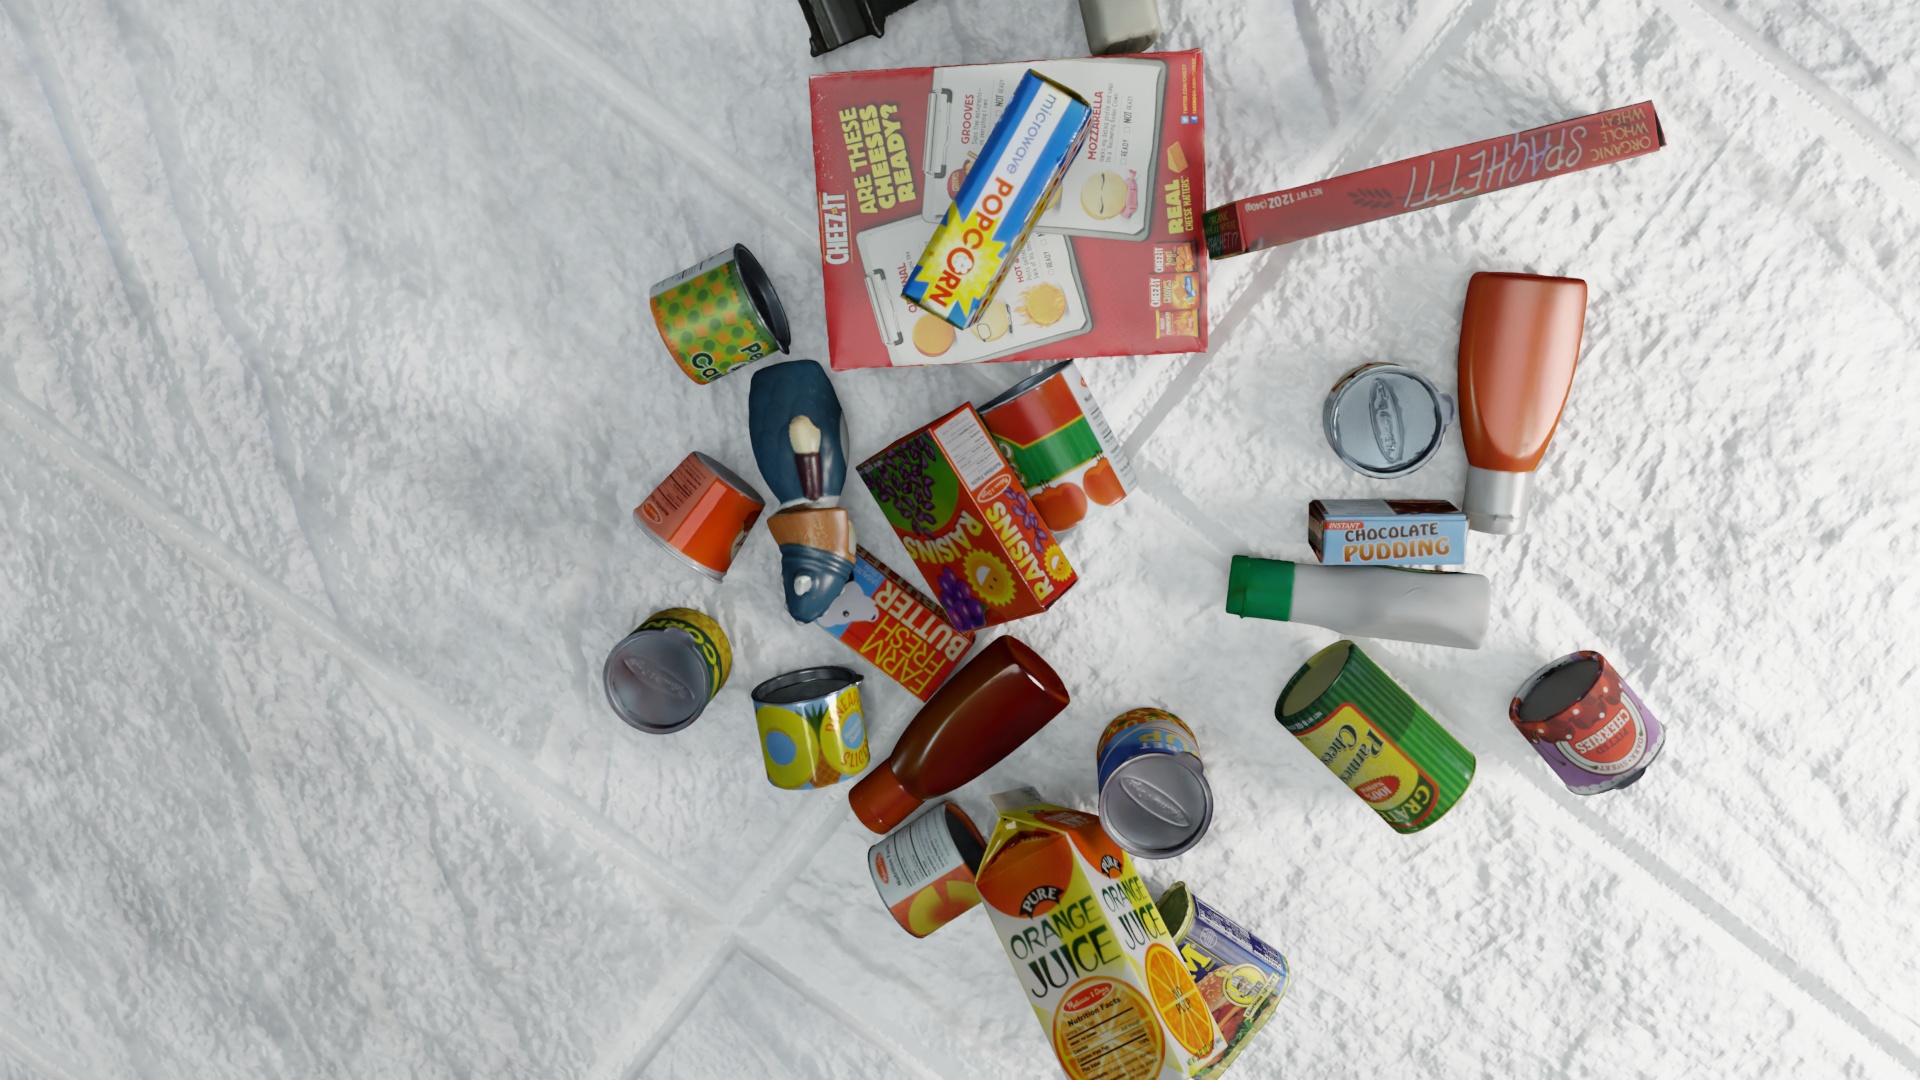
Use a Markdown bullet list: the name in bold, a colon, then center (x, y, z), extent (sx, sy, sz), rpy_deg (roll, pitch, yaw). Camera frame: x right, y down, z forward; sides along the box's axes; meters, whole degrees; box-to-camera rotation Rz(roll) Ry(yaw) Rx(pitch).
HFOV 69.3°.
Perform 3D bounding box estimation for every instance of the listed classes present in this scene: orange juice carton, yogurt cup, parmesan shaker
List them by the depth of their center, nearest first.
- **orange juice carton**: center (0.074, 0.235, 0.831), extent (0.073, 0.072, 0.193), rpy_deg (-35, 70, 21)
- **parmesan shaker**: center (0.246, 0.119, 0.836), extent (0.103, 0.071, 0.071), rpy_deg (42, 102, -4)
- **yogurt cup**: center (-0.155, -0.017, 0.841), extent (0.072, 0.072, 0.054), rpy_deg (37, 94, -4)

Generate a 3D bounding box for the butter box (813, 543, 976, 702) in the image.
- **butter box**: center (-0.046, 0.050, 0.865), extent (0.103, 0.024, 0.053), rpy_deg (37, 103, -3)

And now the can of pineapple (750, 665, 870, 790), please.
- **can of pineapple**: center (-0.091, 0.116, 0.860), extent (0.071, 0.071, 0.057), rpy_deg (-8, 102, 6)

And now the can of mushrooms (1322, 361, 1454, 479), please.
- **can of mushrooms**: center (0.249, -0.071, 0.812), extent (0.071, 0.033, 0.071), rpy_deg (1, 101, 5)

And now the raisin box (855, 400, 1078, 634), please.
- **raisin box**: center (0.003, -0.010, 0.818), extent (0.086, 0.040, 0.123), rpy_deg (-22, 103, 52)

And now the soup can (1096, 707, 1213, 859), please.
- **soup can**: center (0.117, 0.143, 0.840), extent (0.071, 0.084, 0.071), rpy_deg (1, 102, 4)

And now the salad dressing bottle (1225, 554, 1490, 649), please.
- **salad dressing bottle**: center (0.233, 0.034, 0.823), extent (0.148, 0.064, 0.044), rpy_deg (6, 80, 11)

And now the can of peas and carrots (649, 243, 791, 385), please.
- **can of peas and carrots**: center (-0.139, -0.130, 0.813), extent (0.058, 0.071, 0.071), rpy_deg (-23, 99, 10)

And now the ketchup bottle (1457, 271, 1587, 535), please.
- **ketchup bottle**: center (0.317, -0.079, 0.800), extent (0.065, 0.043, 0.148), rpy_deg (5, 102, 4)

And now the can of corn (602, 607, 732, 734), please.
- **can of corn**: center (-0.179, 0.077, 0.863), extent (0.071, 0.058, 0.071), rpy_deg (1, 102, 5)

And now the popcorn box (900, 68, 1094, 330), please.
- **popcorn box**: center (0.021, -0.172, 0.709), extent (0.038, 0.085, 0.126), rpy_deg (31, 103, -1)

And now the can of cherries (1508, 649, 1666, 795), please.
- **can of cherries**: center (0.370, 0.108, 0.820), extent (0.071, 0.071, 0.058), rpy_deg (-40, 96, 11)

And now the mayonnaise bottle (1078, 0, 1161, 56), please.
- **mayonnaise bottle**: center (0.075, -0.343, 0.757), extent (0.041, 0.065, 0.148), rpy_deg (-13, 97, 4)

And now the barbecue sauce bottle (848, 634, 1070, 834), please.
- **barbecue sauce bottle**: center (-0.005, 0.125, 0.864), extent (0.148, 0.044, 0.064), rpy_deg (-42, 126, 13)

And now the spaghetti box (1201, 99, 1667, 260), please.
- **spaghetti box**: center (0.253, -0.193, 0.744), extent (0.250, 0.050, 0.028), rpy_deg (-16, 99, -10)

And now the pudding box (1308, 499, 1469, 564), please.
- **pudding box**: center (0.251, -0.005, 0.817), extent (0.084, 0.050, 0.030), rpy_deg (0, 103, 5)

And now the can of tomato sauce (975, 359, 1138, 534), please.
- **can of tomato sauce**: center (0.055, -0.054, 0.814), extent (0.071, 0.071, 0.083), rpy_deg (-28, 99, 10)

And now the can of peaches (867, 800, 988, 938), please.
- **can of peaches**: center (-0.015, 0.207, 0.875), extent (0.058, 0.071, 0.071), rpy_deg (-34, 97, 10)
